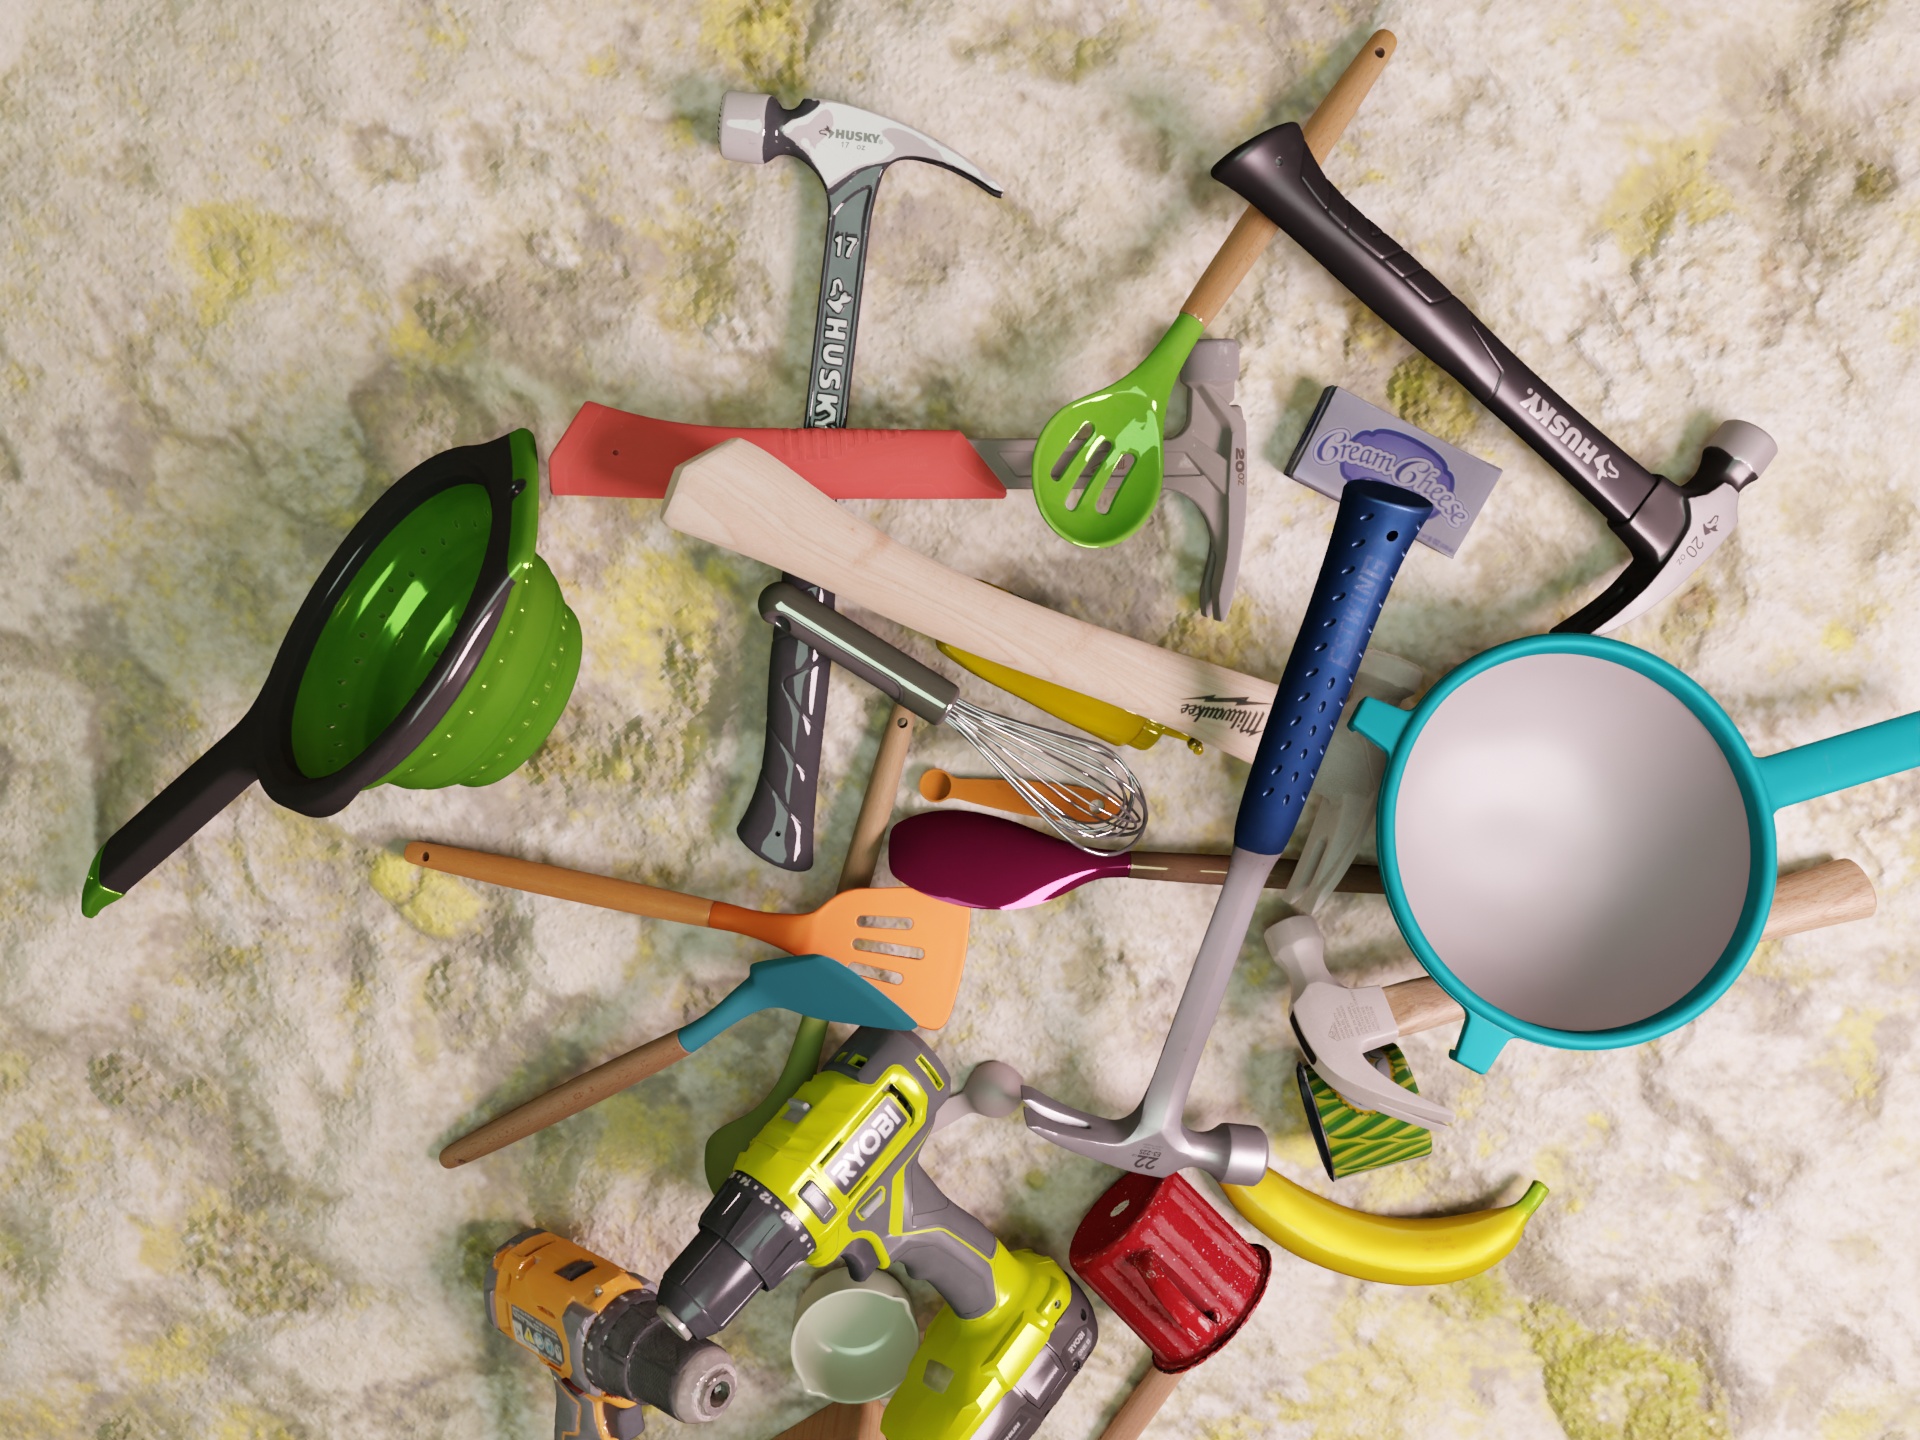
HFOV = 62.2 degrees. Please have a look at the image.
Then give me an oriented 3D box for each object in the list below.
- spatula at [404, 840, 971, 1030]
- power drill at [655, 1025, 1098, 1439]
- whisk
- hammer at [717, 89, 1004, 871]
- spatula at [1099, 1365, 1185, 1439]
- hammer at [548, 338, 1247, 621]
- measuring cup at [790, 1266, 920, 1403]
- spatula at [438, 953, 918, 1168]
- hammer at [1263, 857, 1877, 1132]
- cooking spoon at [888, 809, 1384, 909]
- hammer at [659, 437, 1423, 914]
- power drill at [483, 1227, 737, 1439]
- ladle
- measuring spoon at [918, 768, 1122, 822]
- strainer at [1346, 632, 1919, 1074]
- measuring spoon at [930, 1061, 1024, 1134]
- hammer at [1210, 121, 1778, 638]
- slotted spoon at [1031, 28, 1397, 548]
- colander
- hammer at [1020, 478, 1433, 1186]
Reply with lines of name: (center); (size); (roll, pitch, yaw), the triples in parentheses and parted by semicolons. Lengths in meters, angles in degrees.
spatula: (-0.157, 0.103, 0.882); (0.322, 0.041, 0.081); (10, 90, 11)
power drill: (-0.042, 0.306, 0.868); (0.190, 0.080, 0.228); (-45, 112, -27)
whisk: (-0.001, -0.003, 0.851); (0.246, 0.058, 0.059); (32, 63, -11)
hammer: (-0.073, -0.116, 0.856); (0.149, 0.036, 0.409); (7, 102, -2)
spatula: (0.092, 0.451, 0.974); (0.059, 0.018, 0.316); (30, 101, -8)
hammer: (-0.026, -0.122, 0.816); (0.359, 0.037, 0.149); (-2, 100, -12)
measuring cup: (-0.031, 0.392, 0.957); (0.083, 0.038, 0.167); (-45, 105, 6)
spatula: (-0.174, 0.196, 0.884); (0.317, 0.044, 0.082); (-29, 131, 19)
hammer: (0.346, 0.135, 0.881); (0.331, 0.031, 0.130); (-14, 60, -3)
cooking spoon: (0.119, 0.081, 0.887); (0.319, 0.069, 0.017); (4, 135, -6)
hammer: (0.044, -0.029, 0.800); (0.410, 0.038, 0.146); (21, 91, -20)
power drill: (-0.188, 0.417, 0.901); (0.185, 0.084, 0.226); (7, 106, 41)
ladle: (-0.075, 0.139, 0.909); (0.078, 0.062, 0.320); (16, 94, -8)
measuring spoon: (0.034, 0.042, 0.900); (0.117, 0.011, 0.021); (8, 99, -5)
strainer: (0.368, 0.049, 0.852); (0.340, 0.095, 0.211); (-15, 84, -9)
measuring spoon: (-0.020, 0.238, 0.933); (0.124, 0.018, 0.034); (-26, 100, 6)
hammer: (0.260, -0.180, 0.810); (0.334, 0.035, 0.146); (36, 91, -14)
slotted spoon: (0.133, -0.221, 0.806); (0.070, 0.031, 0.314); (35, 86, -14)
colander: (-0.326, 0.011, 0.852); (0.397, 0.205, 0.094); (-35, 134, 23)
hammer: (0.142, 0.072, 0.808); (0.144, 0.035, 0.405); (10, 116, -10)
